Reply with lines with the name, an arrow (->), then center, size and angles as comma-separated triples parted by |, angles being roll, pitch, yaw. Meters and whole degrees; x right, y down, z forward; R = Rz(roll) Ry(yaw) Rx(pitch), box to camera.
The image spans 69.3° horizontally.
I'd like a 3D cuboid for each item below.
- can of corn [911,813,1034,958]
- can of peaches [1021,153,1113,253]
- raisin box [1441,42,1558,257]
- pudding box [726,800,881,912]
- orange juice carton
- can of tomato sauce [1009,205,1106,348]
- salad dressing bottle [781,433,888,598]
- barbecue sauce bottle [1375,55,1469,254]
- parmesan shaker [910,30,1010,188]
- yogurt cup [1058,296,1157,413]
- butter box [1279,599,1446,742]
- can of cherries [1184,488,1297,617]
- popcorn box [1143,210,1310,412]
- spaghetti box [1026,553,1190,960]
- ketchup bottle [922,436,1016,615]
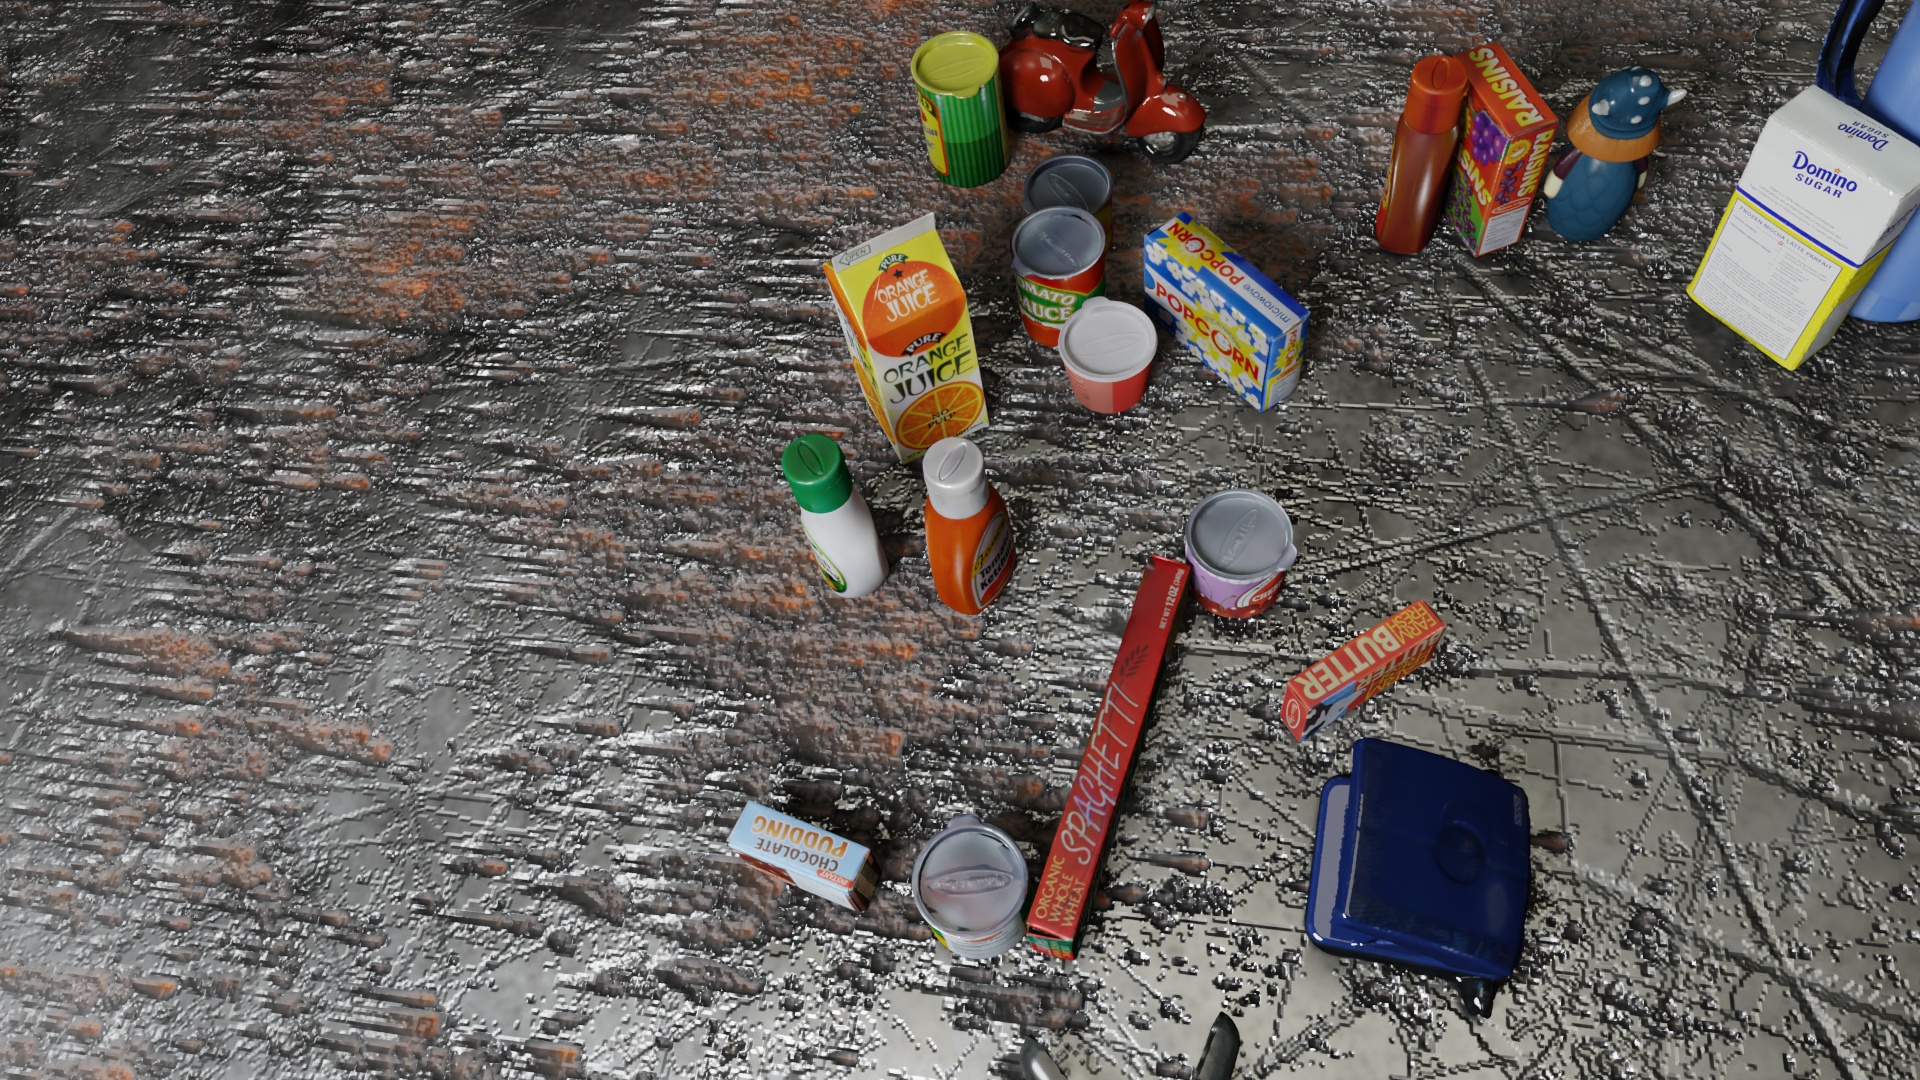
can of corn -> 0.009, 0.201, 0.805 | 0.071, 0.058, 0.071 | -3, 61, 6
can of peaches -> 0.080, -0.246, 1.047 | 0.071, 0.057, 0.071 | -3, 61, 6
raisin box -> 0.373, -0.276, 0.988 | 0.040, 0.123, 0.086 | -18, 60, -3
pudding box -> -0.093, 0.189, 0.830 | 0.084, 0.049, 0.030 | 18, 65, 16
orange juice carton -> -0.036, -0.140, 0.925 | 0.072, 0.191, 0.073 | -26, 61, -7
can of tomato sauce -> 0.071, -0.187, 1.000 | 0.071, 0.082, 0.071 | -3, 61, 6
salad dressing bottle -> -0.080, -0.015, 0.887 | 0.044, 0.147, 0.064 | -30, 62, -9
barbecue sauce bottle -> 0.325, -0.272, 0.977 | 0.044, 0.148, 0.065 | 14, 64, 15
parmesan shaker -> 0.002, -0.330, 1.078 | 0.071, 0.102, 0.071 | -3, 61, 6
yogurt cup -> 0.104, -0.126, 0.979 | 0.072, 0.053, 0.073 | -3, 61, 6
butter box -> 0.244, 0.079, 0.846 | 0.104, 0.053, 0.024 | -30, 62, -9
can of cherries -> 0.179, 0.011, 0.890 | 0.071, 0.058, 0.072 | -3, 61, 6
popcorn box -> 0.183, -0.159, 0.969 | 0.038, 0.085, 0.127 | -37, 63, -12
spaghetti box -> 0.092, 0.127, 0.840 | 0.029, 0.050, 0.251 | 15, 64, 15
ketchup bottle -> 0.003, -0.011, 0.873 | 0.043, 0.148, 0.065 | 25, 67, 19
